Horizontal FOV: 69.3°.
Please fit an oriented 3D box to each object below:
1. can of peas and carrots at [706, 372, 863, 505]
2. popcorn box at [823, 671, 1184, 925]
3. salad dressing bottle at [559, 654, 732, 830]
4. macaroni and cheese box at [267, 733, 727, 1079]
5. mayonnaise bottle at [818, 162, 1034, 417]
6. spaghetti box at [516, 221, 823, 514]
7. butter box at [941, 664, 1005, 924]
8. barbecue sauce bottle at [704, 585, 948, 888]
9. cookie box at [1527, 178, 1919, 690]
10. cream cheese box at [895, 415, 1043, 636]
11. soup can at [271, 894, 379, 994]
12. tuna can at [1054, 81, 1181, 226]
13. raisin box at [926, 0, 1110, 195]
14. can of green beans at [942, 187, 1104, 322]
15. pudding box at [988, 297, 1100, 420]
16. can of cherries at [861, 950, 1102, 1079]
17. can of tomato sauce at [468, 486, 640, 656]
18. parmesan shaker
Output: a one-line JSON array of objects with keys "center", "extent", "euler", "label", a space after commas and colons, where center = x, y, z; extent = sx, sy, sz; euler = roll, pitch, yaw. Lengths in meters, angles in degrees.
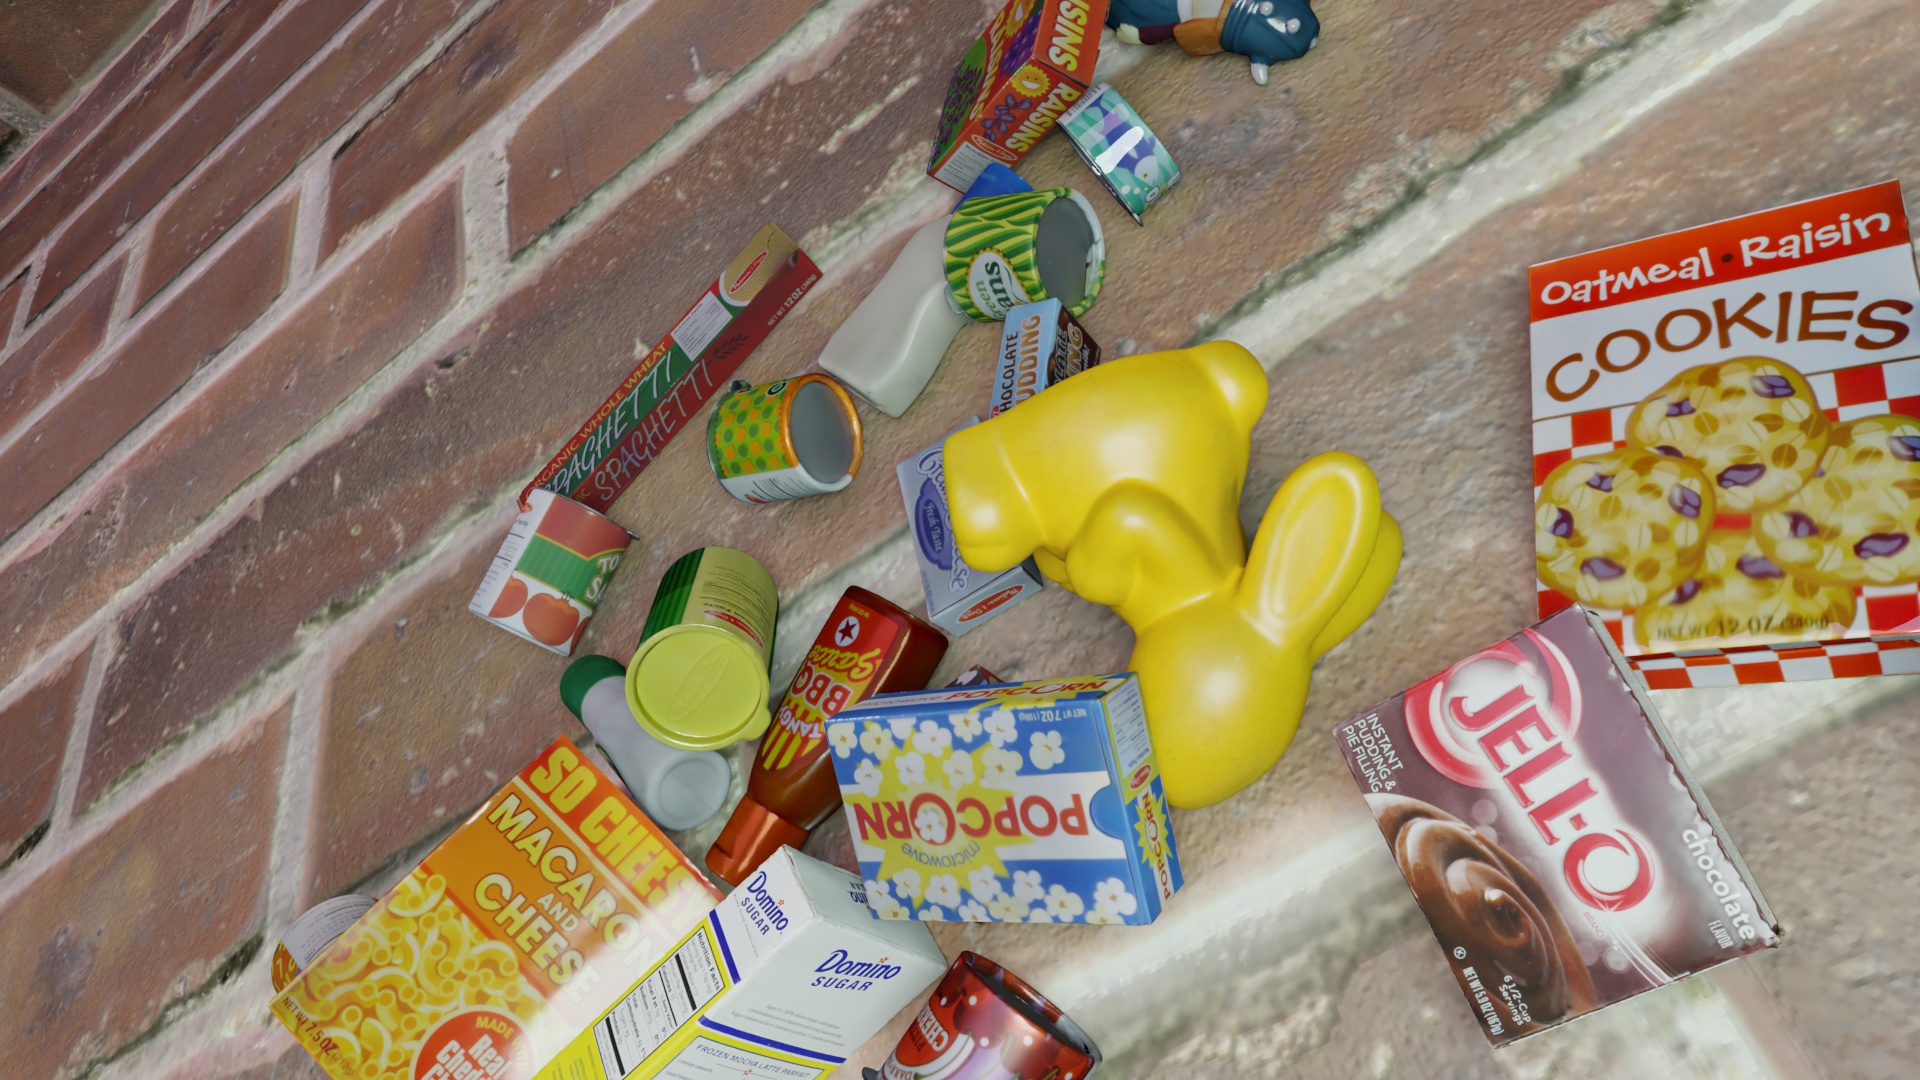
[{"center": [-0.096, -0.058, 0.763], "extent": [0.058, 0.071, 0.071], "euler": [-8, 59, 34], "label": "can of peas and carrots"}, {"center": [0.014, 0.099, 0.530], "extent": [0.126, 0.038, 0.085], "euler": [-9, 96, 33], "label": "popcorn box"}, {"center": [-0.170, 0.101, 0.730], "extent": [0.044, 0.064, 0.148], "euler": [-50, 35, -10], "label": "salad dressing bottle"}, {"center": [-0.201, 0.191, 0.632], "extent": [0.124, 0.040, 0.167], "euler": [43, 72, 8], "label": "macaroni and cheese box"}, {"center": [-0.014, -0.141, 0.772], "extent": [0.148, 0.041, 0.065], "euler": [-52, 46, -3], "label": "mayonnaise bottle"}, {"center": [-0.189, -0.097, 0.890], "extent": [0.250, 0.028, 0.050], "euler": [-47, 45, 5], "label": "spaghetti box"}, {"center": [0.009, 0.109, 0.604], "extent": [0.053, 0.024, 0.104], "euler": [-37, 46, 15], "label": "butter box"}, {"center": [-0.066, 0.096, 0.659], "extent": [0.065, 0.043, 0.148], "euler": [23, 79, 50], "label": "barbecue sauce bottle"}, {"center": [0.266, -0.034, 0.481], "extent": [0.123, 0.040, 0.168], "euler": [-9, 59, 35], "label": "cookie box"}, {"center": [0.002, -0.009, 0.685], "extent": [0.053, 0.024, 0.104], "euler": [-31, 48, 19], "label": "cream cheese box"}, {"center": [-0.293, 0.225, 0.687], "extent": [0.084, 0.071, 0.071], "euler": [19, 76, 46], "label": "soup can"}, {"center": [0.083, -0.199, 0.716], "extent": [0.033, 0.071, 0.071], "euler": [-39, 46, 11], "label": "tuna can"}, {"center": [0.032, -0.258, 0.777], "extent": [0.123, 0.040, 0.086], "euler": [-32, 40, 57], "label": "raisin box"}, {"center": [0.034, -0.147, 0.719], "extent": [0.058, 0.071, 0.071], "euler": [4, 66, 40], "label": "can of green beans"}, {"center": [0.040, -0.070, 0.676], "extent": [0.030, 0.049, 0.084], "euler": [-8, 59, 33], "label": "pudding box"}, {"center": [0.008, 0.195, 0.517], "extent": [0.071, 0.071, 0.058], "euler": [32, 85, 45], "label": "can of cherries"}, {"center": [-0.244, 0.020, 0.835], "extent": [0.071, 0.071, 0.083], "euler": [13, 72, 43], "label": "can of tomato sauce"}, {"center": [-0.124, 0.053, 0.693], "extent": [0.071, 0.071, 0.103], "euler": [-41, 18, 10], "label": "parmesan shaker"}]
